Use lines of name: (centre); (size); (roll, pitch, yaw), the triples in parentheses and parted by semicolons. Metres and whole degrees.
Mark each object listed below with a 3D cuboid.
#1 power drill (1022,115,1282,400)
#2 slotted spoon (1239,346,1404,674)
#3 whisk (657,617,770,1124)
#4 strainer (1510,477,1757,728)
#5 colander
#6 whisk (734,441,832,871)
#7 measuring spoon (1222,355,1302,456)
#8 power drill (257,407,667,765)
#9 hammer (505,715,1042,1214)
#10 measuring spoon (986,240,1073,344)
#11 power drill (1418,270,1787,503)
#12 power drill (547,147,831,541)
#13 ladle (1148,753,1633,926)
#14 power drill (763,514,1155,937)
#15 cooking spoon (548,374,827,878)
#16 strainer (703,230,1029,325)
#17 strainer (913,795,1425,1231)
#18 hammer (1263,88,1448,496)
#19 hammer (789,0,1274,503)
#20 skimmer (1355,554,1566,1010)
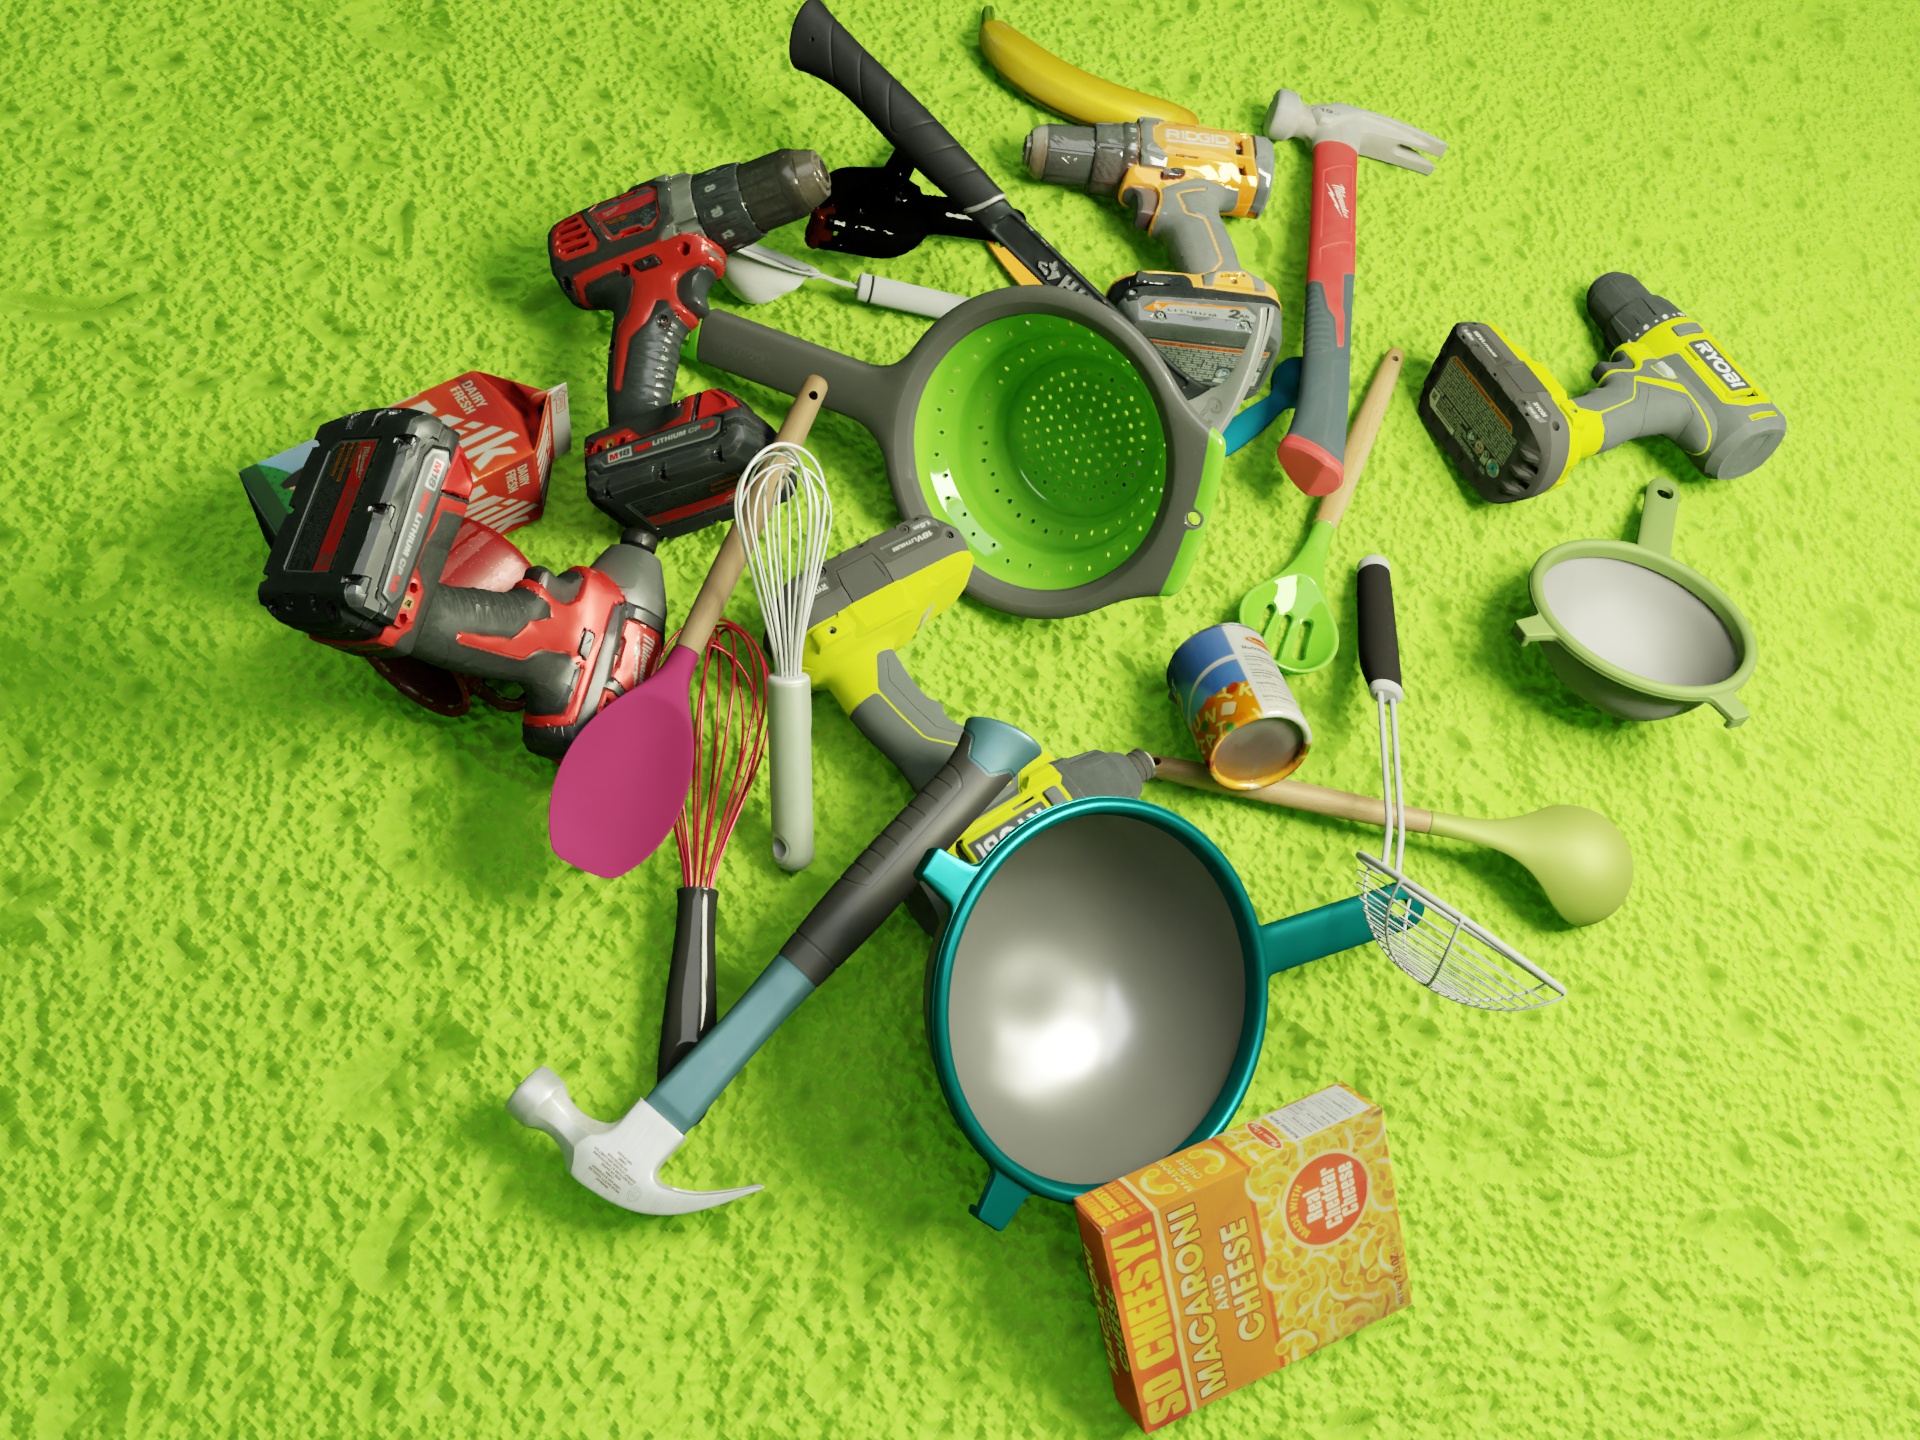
power drill: (0.137, -0.345, 1.142); (0.185, 0.084, 0.226); (5, 60, -6)
slotted spoon: (0.261, -0.150, 1.100); (0.070, 0.031, 0.314); (26, 61, 2)
whisk: (-0.146, 0.077, 0.894); (0.073, 0.073, 0.296); (4, 70, -9)
strainer: (0.461, -0.080, 1.094); (0.151, 0.069, 0.256); (23, 45, 10)
colander: (-0.010, -0.205, 1.033); (0.397, 0.204, 0.094); (24, 27, 18)
whisk: (-0.096, -0.032, 0.891); (0.059, 0.058, 0.246); (-13, 110, -40)
measuring spoon: (0.217, -0.223, 1.127); (0.128, 0.021, 0.042); (-39, 77, -27)
power drill: (-0.242, -0.070, 0.845); (0.078, 0.219, 0.143); (4, 72, 34)
hammer: (-0.078, 0.122, 0.847); (0.128, 0.033, 0.331); (41, 76, 5)
measuring spoon: (0.050, -0.312, 1.147); (0.021, 0.011, 0.117); (-22, 67, -29)
power drill: (0.456, -0.247, 1.156); (0.228, 0.080, 0.191); (-13, 57, -19)
power drill: (-0.158, -0.243, 0.987); (0.188, 0.080, 0.227); (-15, 70, 14)
ladle: (0.263, 0.064, 0.995); (0.320, 0.062, 0.078); (12, 60, 2)
power drill: (-0.002, -0.003, 0.951); (0.171, 0.080, 0.223); (-30, 77, -22)
cooking spoon: (-0.143, -0.061, 0.893); (0.068, 0.017, 0.319); (27, 72, -14)
strainer: (-0.074, -0.298, 1.097); (0.258, 0.050, 0.087); (10, 21, -12)
strainer: (0.112, 0.136, 0.895); (0.340, 0.095, 0.211); (-11, 93, -31)
hammer: (0.284, -0.314, 1.159); (0.143, 0.038, 0.387); (14, 57, -6)
hammer: (0.032, -0.334, 1.056); (0.409, 0.149, 0.036); (46, 27, 7)
skimmer: (0.281, 0.014, 0.945); (0.127, 0.090, 0.364); (33, 43, -24)
